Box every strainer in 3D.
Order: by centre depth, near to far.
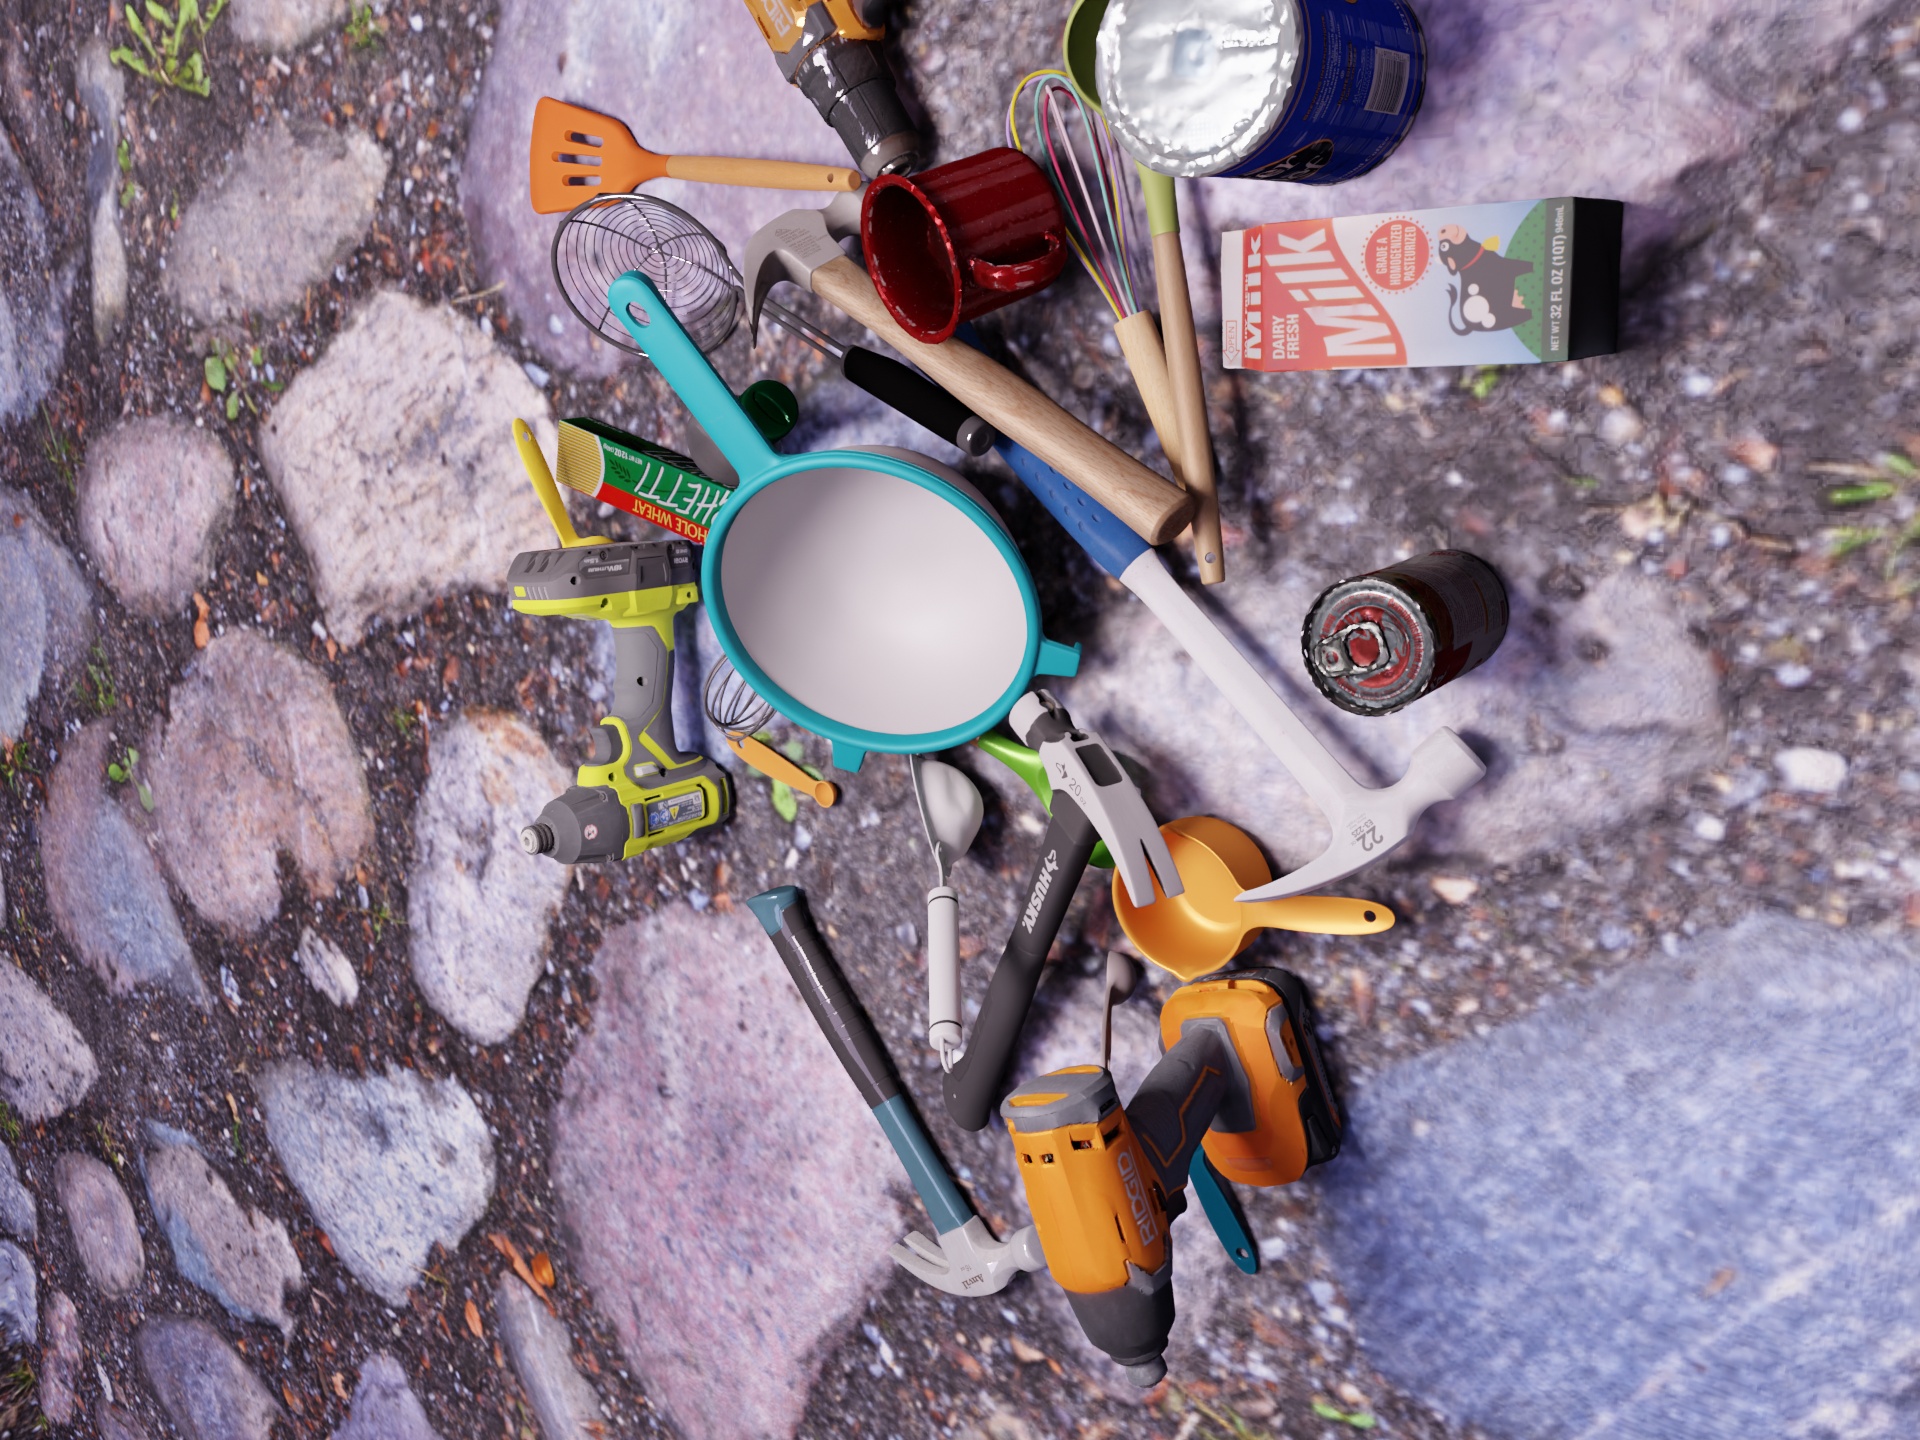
[{"bbox_3d":[-0.081,-0.136,0.955,0.211,0.095,0.340,-24,114,31],"label":"strainer"},{"bbox_3d":[-0.008,0.106,0.984,0.050,0.259,0.086,-12,135,10],"label":"strainer"}]

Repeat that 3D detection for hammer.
[{"bbox_3d":[0.101,-0.076,0.898,0.144,0.035,0.406,-42,70,11],"label":"hammer"},{"bbox_3d":[-0.002,-0.199,0.900,0.331,0.130,0.031,41,153,26],"label":"hammer"},{"bbox_3d":[0.044,0.151,0.996,0.146,0.035,0.334,53,141,36],"label":"hammer"},{"bbox_3d":[-0.060,0.263,1.154,0.128,0.033,0.331,-39,77,38],"label":"hammer"}]

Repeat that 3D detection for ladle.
[{"bbox_3d":[0.111,-0.230,0.836,0.078,0.062,0.320,-8,94,12],"label":"ladle"}]

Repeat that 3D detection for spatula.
[{"bbox_3d":[-0.182,-0.365,1.049,0.323,0.041,0.081,21,110,41],"label":"spatula"}]

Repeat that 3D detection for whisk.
[{"bbox_3d":[0.090,-0.245,0.880,0.051,0.047,0.245,-18,96,53],"label":"whisk"},{"bbox_3d":[-0.106,-0.083,1.067,0.055,0.055,0.239,43,113,21],"label":"whisk"}]

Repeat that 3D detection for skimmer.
[{"bbox_3d":[-0.127,-0.234,0.999,0.364,0.090,0.127,38,151,35],"label":"skimmer"}]

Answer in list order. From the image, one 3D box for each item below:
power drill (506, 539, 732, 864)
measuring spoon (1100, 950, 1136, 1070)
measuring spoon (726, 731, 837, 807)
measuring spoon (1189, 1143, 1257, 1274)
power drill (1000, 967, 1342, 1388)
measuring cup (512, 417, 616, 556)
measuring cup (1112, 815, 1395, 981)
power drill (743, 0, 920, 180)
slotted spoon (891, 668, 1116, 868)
[{"bbox_3d":[-0.249,-0.013,1.139,0.080,0.171,0.223,3,101,38],"label":"power drill"},{"bbox_3d":[0.095,0.180,0.955,0.018,0.124,0.034,-2,113,10],"label":"measuring spoon"},{"bbox_3d":[-0.130,0.033,1.160,0.117,0.011,0.021,27,120,35],"label":"measuring spoon"},{"bbox_3d":[0.159,0.288,0.999,0.042,0.021,0.128,-21,98,41],"label":"measuring spoon"},{"bbox_3d":[0.122,0.242,0.871,0.084,0.226,0.164,-15,93,41],"label":"power drill"},{"bbox_3d":[-0.288,-0.154,1.181,0.029,0.062,0.156,-8,116,29],"label":"measuring cup"},{"bbox_3d":[0.172,0.100,0.906,0.174,0.052,0.095,0,103,37],"label":"measuring cup"},{"bbox_3d":[-0.032,-0.437,0.899,0.226,0.084,0.185,-32,84,44],"label":"power drill"},{"bbox_3d":[-0.002,-0.003,1.033,0.314,0.031,0.070,34,122,29],"label":"slotted spoon"}]
